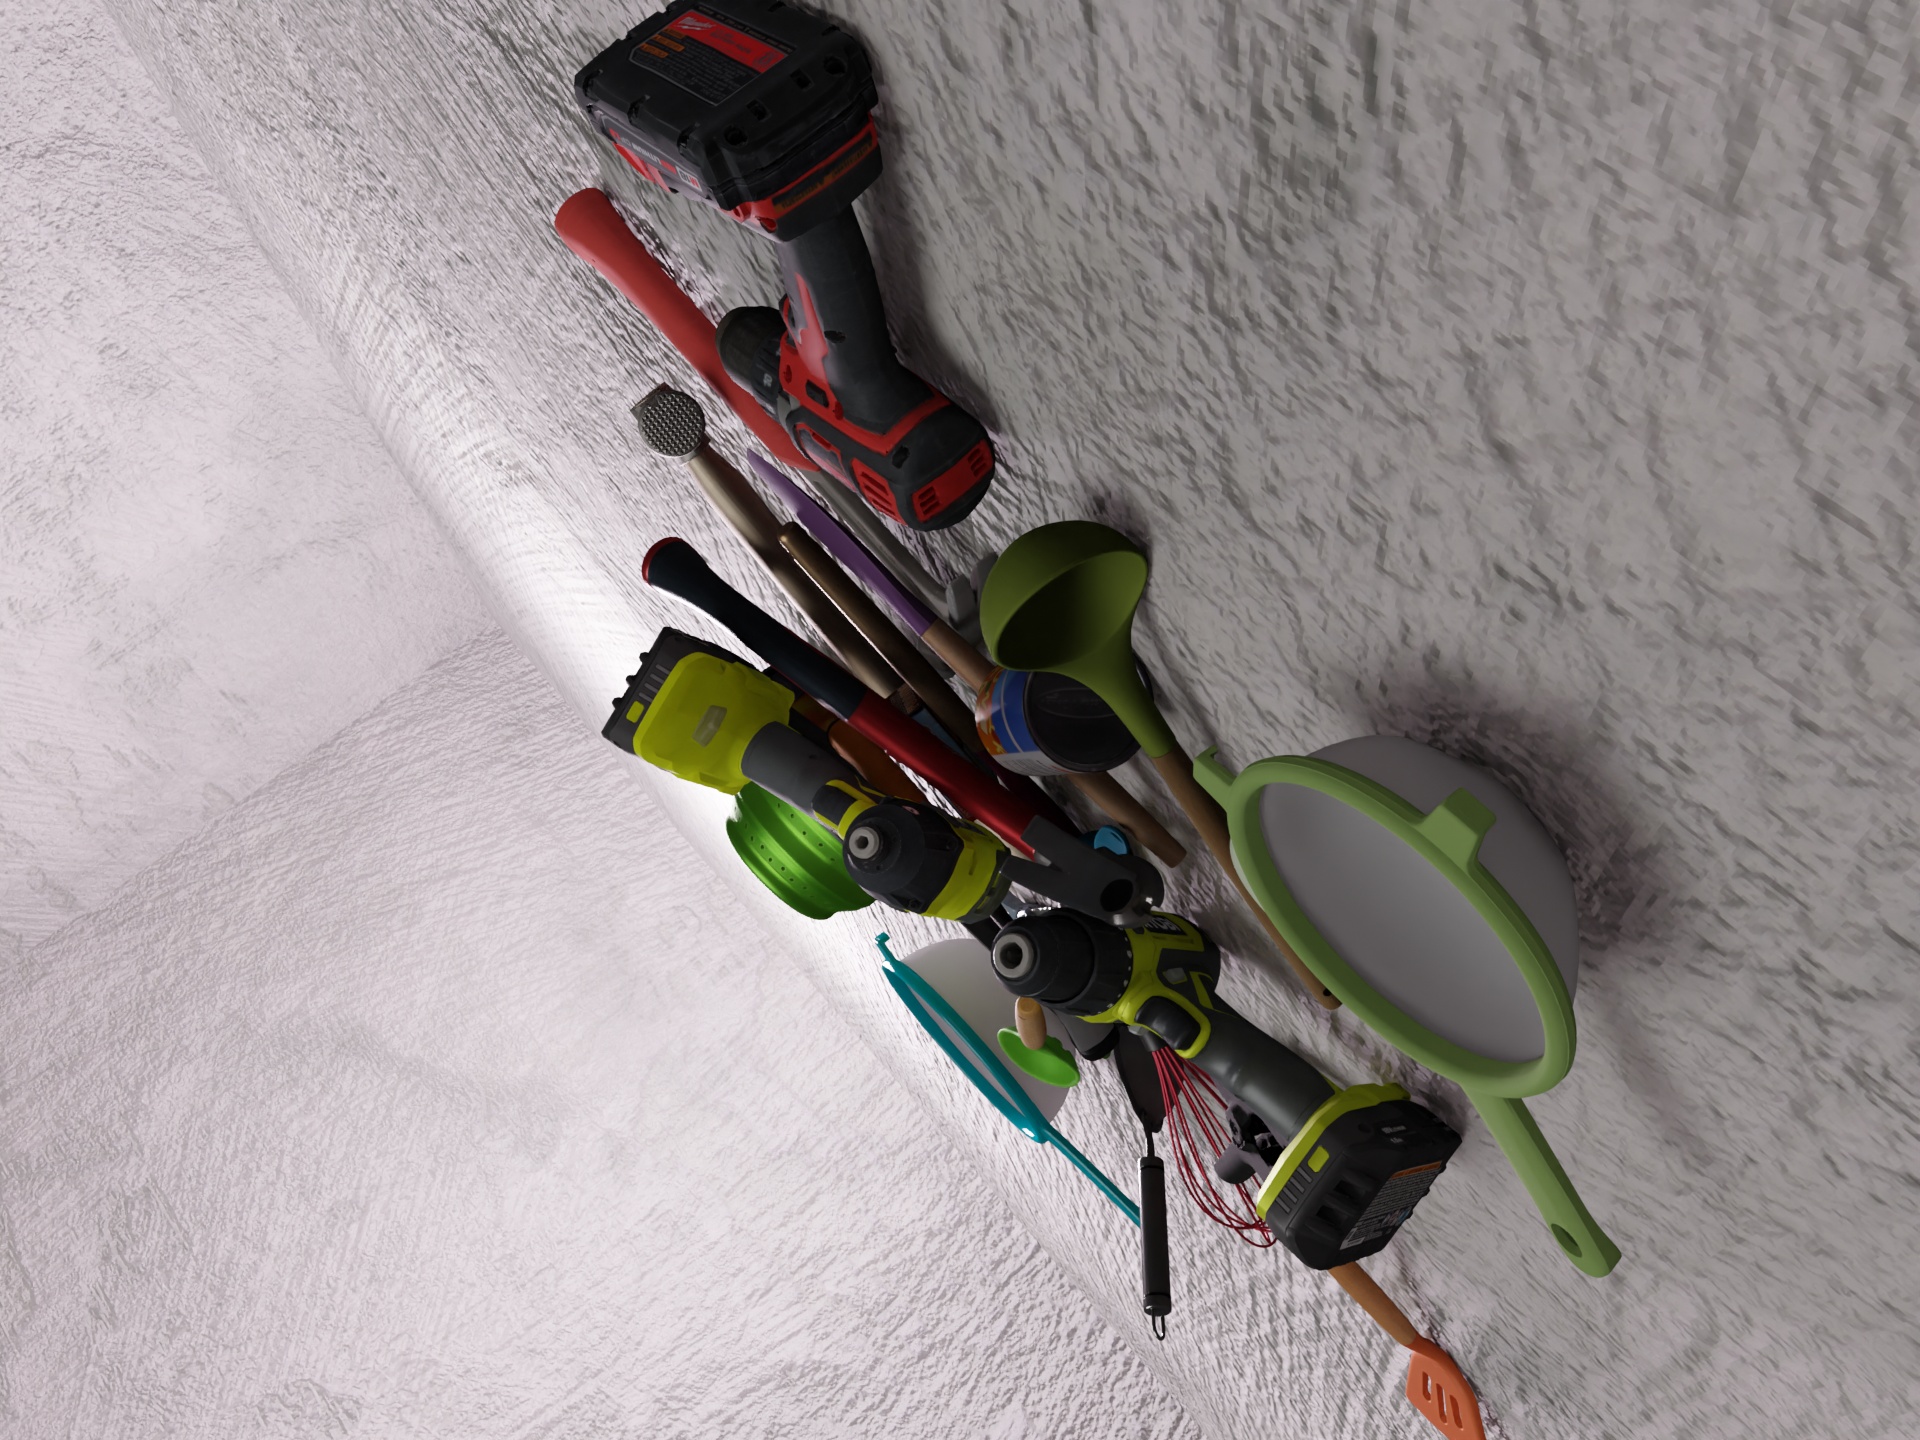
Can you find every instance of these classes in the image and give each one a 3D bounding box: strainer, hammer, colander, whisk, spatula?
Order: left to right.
[{"bbox_3d":[-0.111,-0.178,0.911,0.359,0.037,0.149,48,164,10],"label":"hammer"},{"bbox_3d":[-0.063,-0.011,0.873,0.387,0.038,0.143,35,-176,33],"label":"hammer"},{"bbox_3d":[-0.067,-0.048,1.030,0.410,0.038,0.146,51,179,-18],"label":"hammer"},{"bbox_3d":[-0.052,0.140,1.211,0.397,0.094,0.204,44,-174,-3],"label":"colander"},{"bbox_3d":[-0.008,0.095,1.120,0.337,0.034,0.127,47,172,41],"label":"hammer"},{"bbox_3d":[0.003,-0.032,0.841,0.316,0.018,0.060,43,173,-4],"label":"spatula"},{"bbox_3d":[0.075,0.298,1.369,0.341,0.095,0.210,39,163,32],"label":"strainer"},{"bbox_3d":[0.136,0.308,1.121,0.086,0.050,0.259,51,-150,-39],"label":"strainer"},{"bbox_3d":[0.147,0.236,1.088,0.295,0.073,0.073,59,164,-8],"label":"whisk"},{"bbox_3d":[0.283,0.408,1.062,0.322,0.041,0.081,49,169,-36],"label":"spatula"},{"bbox_3d":[0.200,0.098,0.588,0.256,0.069,0.151,56,162,-19],"label":"strainer"}]

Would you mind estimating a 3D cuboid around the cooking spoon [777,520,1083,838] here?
[{"bbox_3d":[-0.001,-0.003,0.932,0.318,0.017,0.069,47,-176,-31],"label":"cooking spoon"}]

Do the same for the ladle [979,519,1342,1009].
[{"bbox_3d":[0.110,0.037,0.738,0.319,0.078,0.062,53,-174,-27],"label":"ladle"}]

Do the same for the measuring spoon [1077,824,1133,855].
[{"bbox_3d":[0.090,0.069,0.906,0.042,0.021,0.128,42,170,9],"label":"measuring spoon"}]

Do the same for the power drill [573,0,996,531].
[{"bbox_3d":[-0.080,-0.200,0.705,0.188,0.080,0.226,40,164,37],"label":"power drill"}]

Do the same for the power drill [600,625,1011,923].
[{"bbox_3d":[-0.087,0.036,0.906,0.223,0.080,0.171,31,-179,22],"label":"power drill"}]

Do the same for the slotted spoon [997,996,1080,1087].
[{"bbox_3d":[0.051,0.213,1.077,0.070,0.031,0.313,28,167,12],"label":"slotted spoon"}]

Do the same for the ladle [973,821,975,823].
[{"bbox_3d":[-0.066,-0.033,1.137,0.315,0.031,0.069,52,171,6],"label":"ladle"}]

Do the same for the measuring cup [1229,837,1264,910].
[{"bbox_3d":[0.182,0.100,0.697,0.168,0.038,0.083,49,165,17],"label":"measuring cup"}]

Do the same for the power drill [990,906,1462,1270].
[{"bbox_3d":[0.130,0.175,0.832,0.229,0.080,0.190,39,-167,33],"label":"power drill"}]
